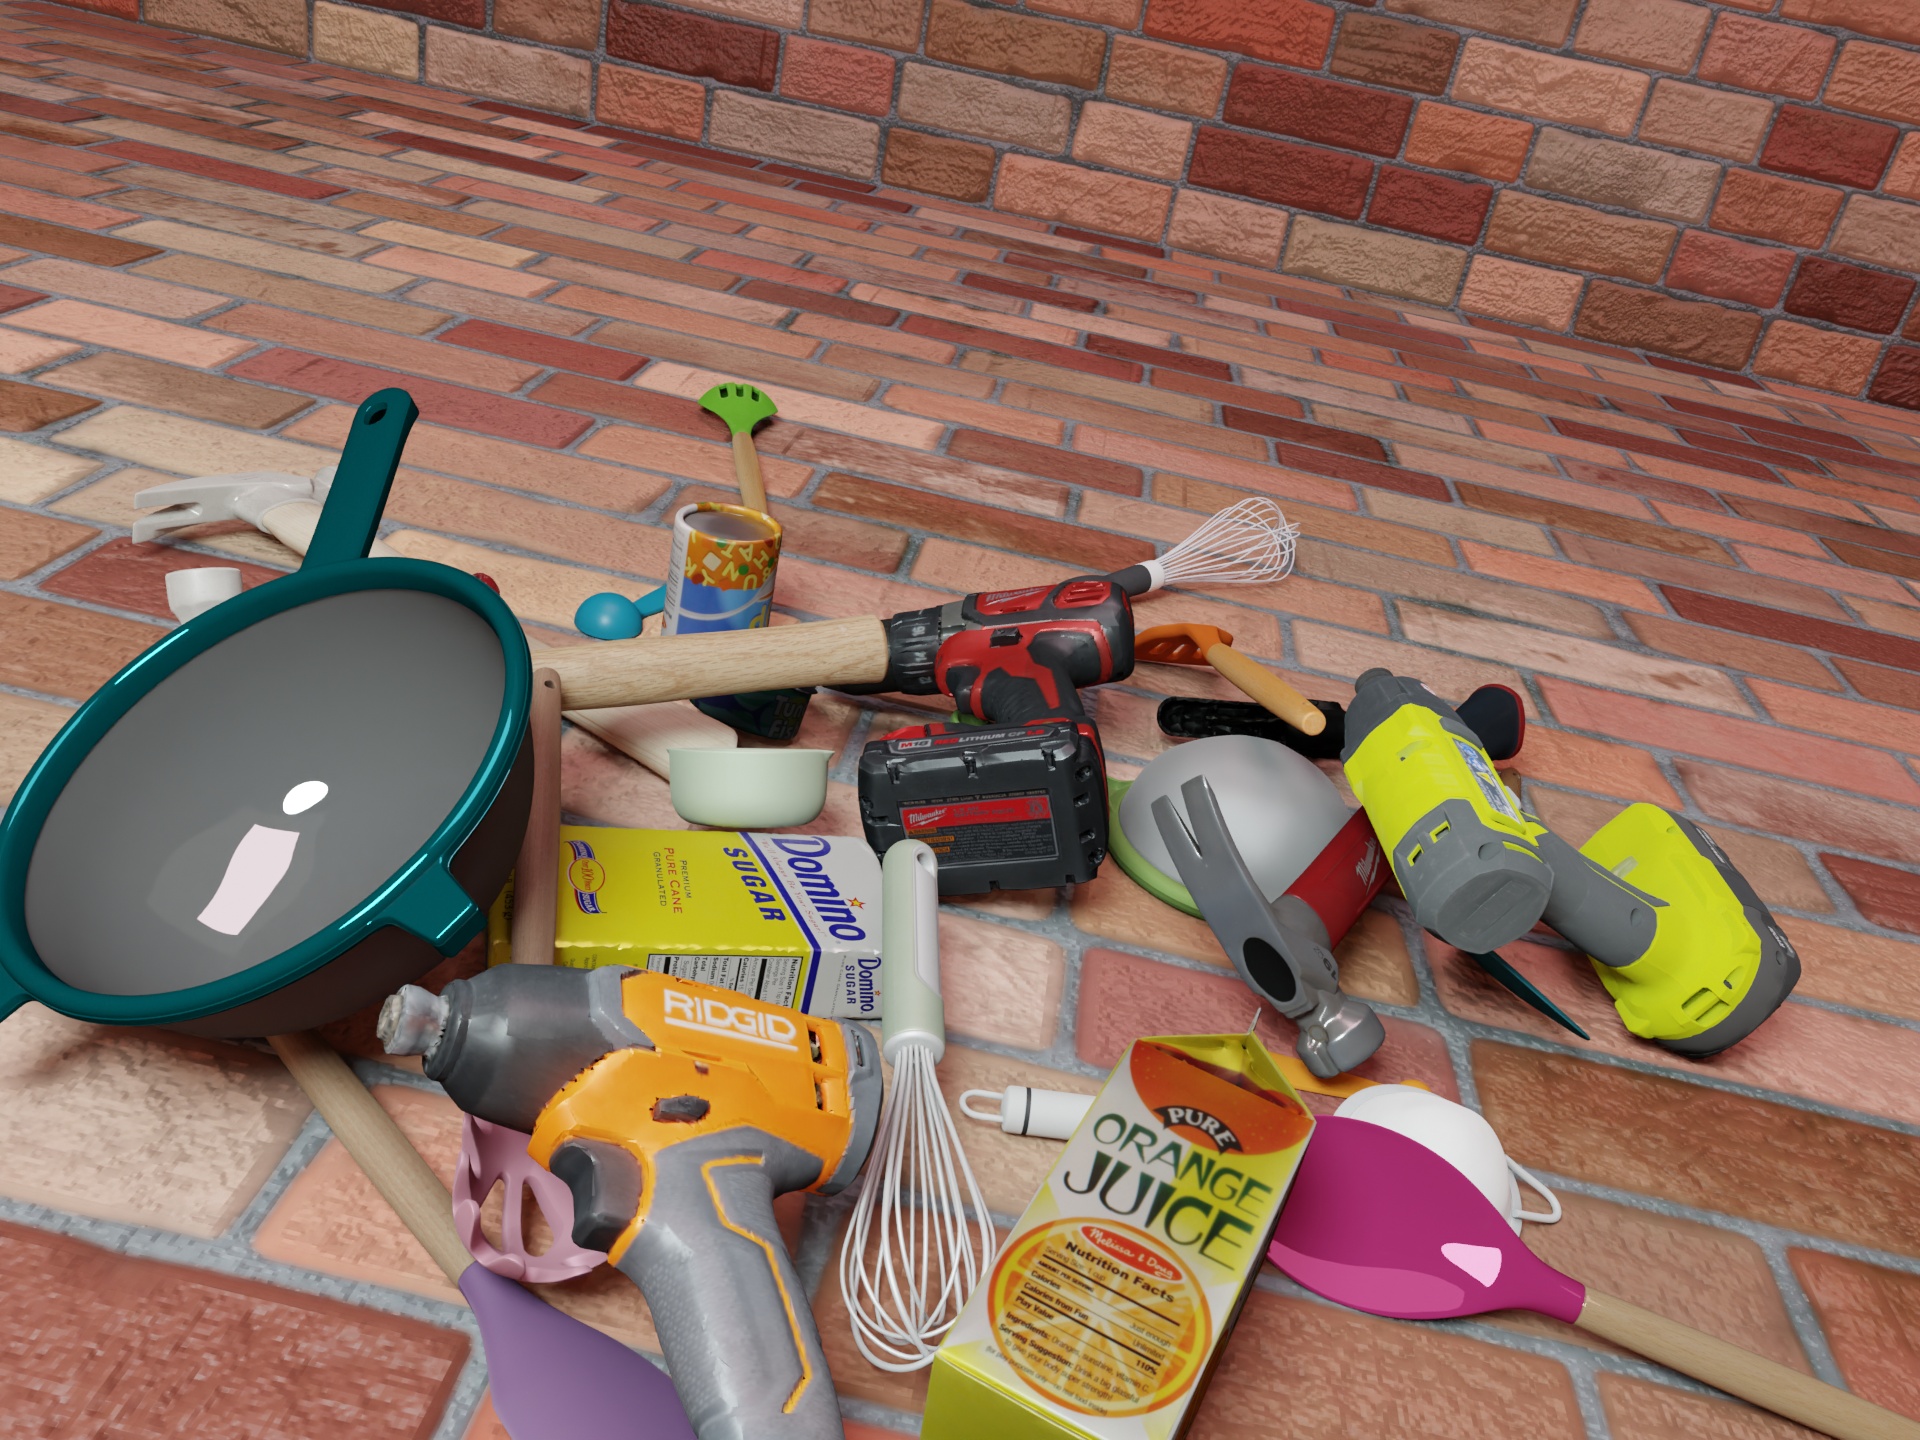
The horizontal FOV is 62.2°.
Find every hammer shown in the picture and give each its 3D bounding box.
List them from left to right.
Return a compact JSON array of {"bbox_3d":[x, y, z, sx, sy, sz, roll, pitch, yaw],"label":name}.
[{"bbox_3d":[-0.294,-0.055,0.906,0.411,0.038,0.146,28,27,26],"label":"hammer"},{"bbox_3d":[-0.192,-0.017,0.762,0.331,0.130,0.031,-6,0,-22],"label":"hammer"},{"bbox_3d":[0.225,0.036,0.843,0.143,0.038,0.386,57,37,2],"label":"hammer"}]

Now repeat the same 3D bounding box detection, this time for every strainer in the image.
[{"bbox_3d":[-0.248,-0.004,0.651,0.211,0.095,0.341,-13,46,9],"label":"strainer"},{"bbox_3d":[0.111,0.028,0.883,0.256,0.069,0.151,24,29,18],"label":"strainer"},{"bbox_3d":[0.127,0.172,0.650,0.258,0.050,0.087,7,42,-2],"label":"strainer"}]

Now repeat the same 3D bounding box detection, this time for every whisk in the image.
[{"bbox_3d":[-0.017,0.133,0.611,0.057,0.059,0.247,46,24,-32],"label":"whisk"},{"bbox_3d":[0.163,-0.114,1.202,0.284,0.070,0.070,-20,41,-39],"label":"whisk"}]

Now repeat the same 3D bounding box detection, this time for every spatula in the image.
[{"bbox_3d":[-0.176,0.172,0.545,0.316,0.018,0.059,33,23,34],"label":"spatula"},{"bbox_3d":[0.158,-0.025,0.941,0.081,0.041,0.323,5,12,-7],"label":"spatula"},{"bbox_3d":[0.307,0.083,0.887,0.082,0.044,0.317,41,29,3],"label":"spatula"}]

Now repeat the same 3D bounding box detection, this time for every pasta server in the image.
[{"bbox_3d":[-0.162,0.079,0.617,0.060,0.040,0.317,20,34,-27],"label":"pasta server"}]

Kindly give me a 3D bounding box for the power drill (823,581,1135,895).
[{"bbox_3d":[-0.001,-0.003,0.854,0.188,0.080,0.227,-6,29,10],"label":"power drill"}]

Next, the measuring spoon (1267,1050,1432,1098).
[{"bbox_3d":[0.157,0.157,0.717,0.117,0.011,0.021,13,27,2],"label":"measuring spoon"}]

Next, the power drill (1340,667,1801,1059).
[{"bbox_3d":[0.287,0.064,0.777,0.223,0.080,0.171,27,29,-23],"label":"power drill"}]

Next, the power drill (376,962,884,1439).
[{"bbox_3d":[-0.091,0.165,0.458,0.164,0.084,0.227,20,32,-27],"label":"power drill"}]

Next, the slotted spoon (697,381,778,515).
[{"bbox_3d":[-0.173,-0.218,1.289,0.070,0.031,0.314,3,30,-14],"label":"slotted spoon"}]

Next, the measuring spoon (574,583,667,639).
[{"bbox_3d":[-0.198,-0.083,1.020,0.042,0.021,0.128,22,30,19],"label":"measuring spoon"}]

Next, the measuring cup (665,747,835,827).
[{"bbox_3d":[-0.095,0.033,0.804,0.083,0.038,0.167,1,-2,8],"label":"measuring cup"}]

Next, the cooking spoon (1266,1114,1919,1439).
[{"bbox_3d":[0.257,0.230,0.596,0.319,0.069,0.017,21,-17,10],"label":"cooking spoon"}]
